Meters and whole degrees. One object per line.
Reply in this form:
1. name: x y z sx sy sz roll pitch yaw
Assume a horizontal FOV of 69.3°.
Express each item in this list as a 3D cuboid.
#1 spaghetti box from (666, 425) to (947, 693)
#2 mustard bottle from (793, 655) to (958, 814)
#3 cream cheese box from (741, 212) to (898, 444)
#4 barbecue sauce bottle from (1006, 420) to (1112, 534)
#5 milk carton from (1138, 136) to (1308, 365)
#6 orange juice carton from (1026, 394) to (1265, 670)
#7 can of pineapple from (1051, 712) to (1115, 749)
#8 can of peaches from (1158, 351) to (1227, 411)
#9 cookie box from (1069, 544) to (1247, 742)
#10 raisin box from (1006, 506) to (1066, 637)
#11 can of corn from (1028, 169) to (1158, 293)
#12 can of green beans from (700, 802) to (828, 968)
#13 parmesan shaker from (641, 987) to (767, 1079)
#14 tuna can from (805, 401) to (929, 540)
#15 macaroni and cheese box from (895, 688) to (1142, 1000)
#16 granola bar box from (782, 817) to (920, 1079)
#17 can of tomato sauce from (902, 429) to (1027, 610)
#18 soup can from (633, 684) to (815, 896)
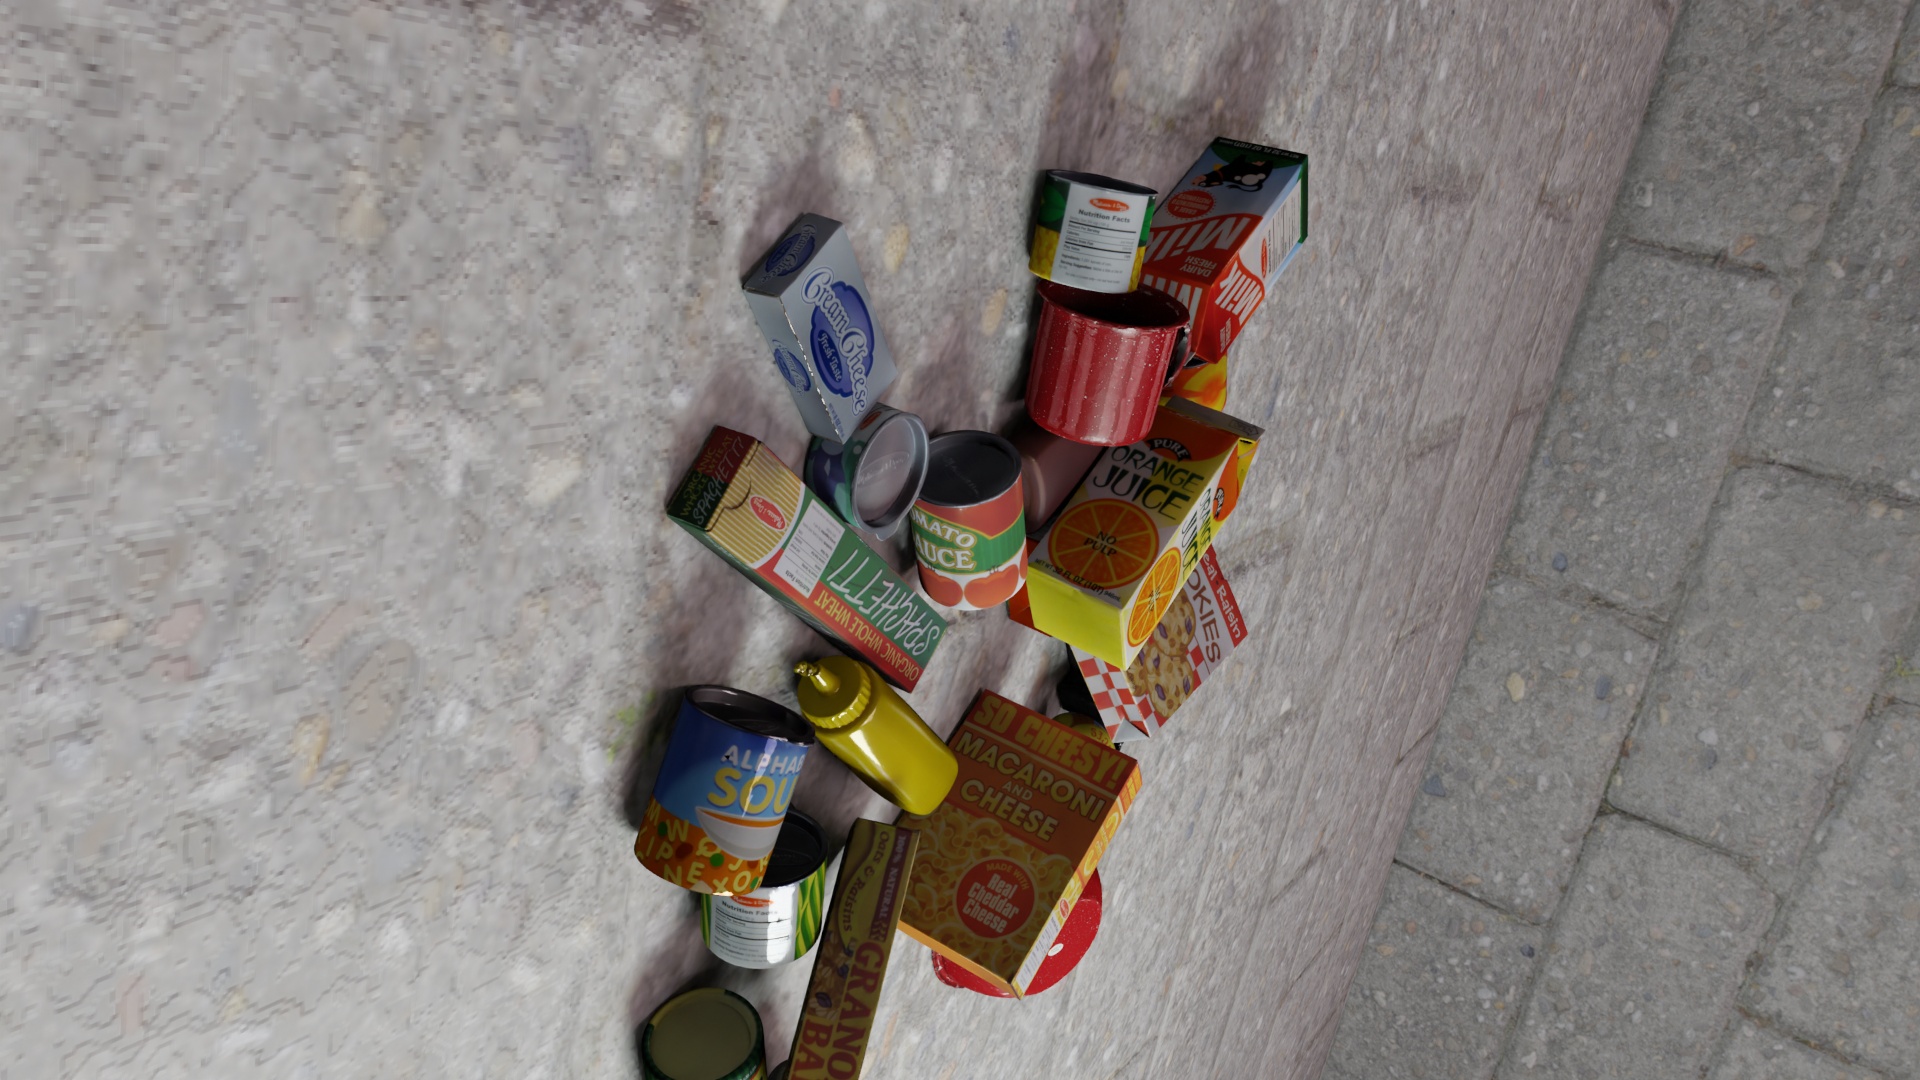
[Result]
1. spaghetti box: -0.070 0.020 0.729 0.050 0.029 0.249 -62 151 -12
2. mustard bottle: -0.053 0.103 0.782 0.049 0.065 0.159 -53 145 -15
3. cream cheese box: -0.065 -0.099 0.662 0.053 0.024 0.103 -56 150 -25
4. barbecue sauce bottle: 0.074 -0.063 0.908 0.149 0.044 0.064 -39 141 -43
5. milk carton: 0.167 -0.189 0.953 0.191 0.072 0.073 -53 148 -29
6. orange juice carton: 0.124 -0.019 0.904 0.193 0.072 0.072 -53 152 -25
7. can of pineapple: 0.078 0.169 1.047 0.058 0.071 0.070 -28 133 -51
8. can of peaches: 0.154 -0.121 0.987 0.071 0.071 0.057 -49 147 -31
9. cookie box: 0.149 0.058 1.064 0.168 0.040 0.122 -35 104 -46
10. raisin box: 0.079 -0.006 0.960 0.124 0.040 0.085 -46 144 -37
11. can of corn: 0.077 -0.181 0.810 0.071 0.071 0.058 -20 127 -54
12. can of green beans: -0.105 0.184 0.741 0.071 0.071 0.057 -30 134 -49
13. parmesan shaker: -0.141 0.308 0.765 0.072 0.071 0.102 -37 139 -44
14. tuna can: -0.048 -0.037 0.723 0.071 0.033 0.070 -39 140 -42
15. macaroni and cheese box: 0.027 0.196 0.918 0.167 0.124 0.040 -55 152 -23
16. granola bar box: -0.066 0.248 0.791 0.123 0.039 0.166 110 -5 -70
17. can of tomato sauce: 0.003 -0.010 0.796 0.071 0.071 0.082 -46 145 -35
18. soup can: -0.114 0.122 0.678 0.071 0.071 0.083 10 100 -61
